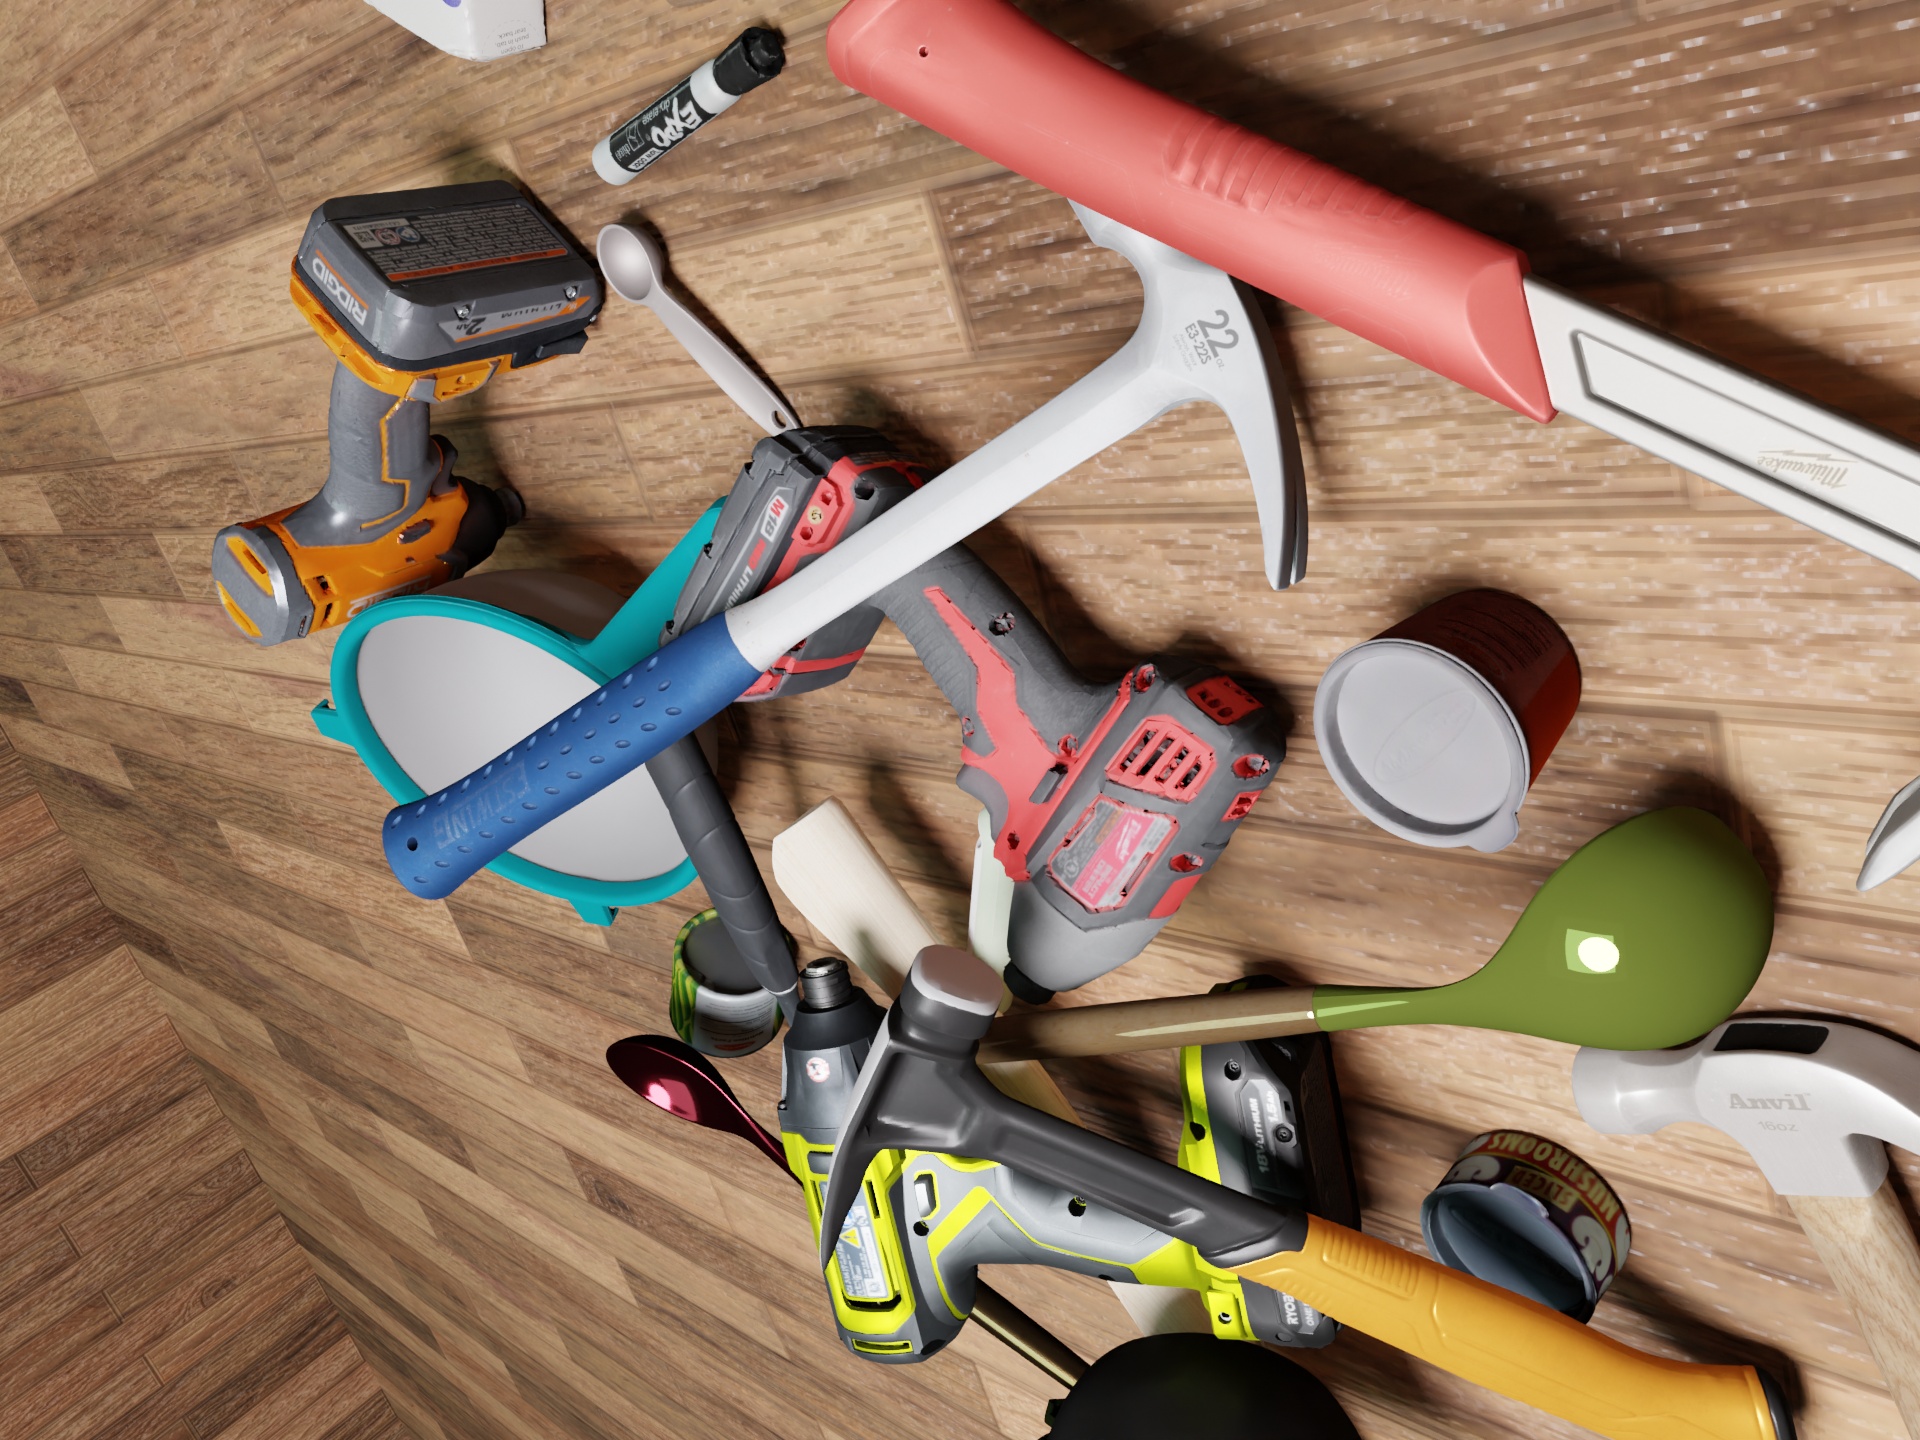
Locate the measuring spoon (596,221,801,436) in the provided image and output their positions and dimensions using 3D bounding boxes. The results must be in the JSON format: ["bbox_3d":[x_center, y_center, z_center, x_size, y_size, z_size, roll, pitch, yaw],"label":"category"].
[{"bbox_3d":[-0.106,-0.164,0.676,0.124,0.018,0.034,46,143,0],"label":"measuring spoon"}]

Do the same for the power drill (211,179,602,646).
[{"bbox_3d":[-0.254,-0.140,0.757,0.084,0.164,0.226,47,130,11],"label":"power drill"}]

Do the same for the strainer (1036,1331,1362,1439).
[{"bbox_3d":[0.154,0.292,0.626,0.256,0.069,0.151,9,173,6],"label":"strainer"}]

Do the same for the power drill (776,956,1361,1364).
[{"bbox_3d":[0.035,0.172,0.639,0.223,0.080,0.171,-8,101,23],"label":"power drill"}]

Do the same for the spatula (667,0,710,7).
[{"bbox_3d":[0.009,-0.251,0.471,0.316,0.018,0.059,8,122,43],"label":"spatula"}]

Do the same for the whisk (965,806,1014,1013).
[{"bbox_3d":[0.011,0.136,0.750,0.059,0.058,0.246,7,126,3],"label":"whisk"}]

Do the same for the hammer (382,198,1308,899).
[{"bbox_3d":[-0.066,-0.028,0.563,0.405,0.035,0.144,-30,86,28],"label":"hammer"}]

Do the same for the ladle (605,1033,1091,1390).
[{"bbox_3d":[-0.054,0.239,0.782,0.316,0.031,0.069,28,145,26],"label":"ladle"}]

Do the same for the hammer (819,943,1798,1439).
[{"bbox_3d":[0.119,0.191,0.542,0.337,0.034,0.127,22,116,0],"label":"hammer"}]

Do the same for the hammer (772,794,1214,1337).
[{"bbox_3d":[0.060,0.202,0.704,0.146,0.038,0.410,-34,94,39],"label":"hammer"}]

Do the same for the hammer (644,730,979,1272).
[{"bbox_3d":[-0.085,0.139,0.787,0.149,0.036,0.408,34,150,47],"label":"hammer"}]

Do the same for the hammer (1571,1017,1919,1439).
[{"bbox_3d":[0.320,0.236,0.491,0.130,0.031,0.331,-20,102,53],"label":"hammer"}]

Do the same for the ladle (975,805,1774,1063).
[{"bbox_3d":[0.097,0.087,0.530,0.320,0.062,0.078,-14,138,36],"label":"ladle"}]

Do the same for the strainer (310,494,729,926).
[{"bbox_3d":[-0.170,-0.034,0.778,0.211,0.095,0.340,39,136,-14],"label":"strainer"}]

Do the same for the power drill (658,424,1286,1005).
[{"bbox_3d":[-0.001,-0.002,0.597,0.220,0.078,0.143,39,115,18],"label":"power drill"}]

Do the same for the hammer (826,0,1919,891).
[{"bbox_3d":[0.111,-0.106,0.412,0.359,0.037,0.149,32,127,20],"label":"hammer"}]
